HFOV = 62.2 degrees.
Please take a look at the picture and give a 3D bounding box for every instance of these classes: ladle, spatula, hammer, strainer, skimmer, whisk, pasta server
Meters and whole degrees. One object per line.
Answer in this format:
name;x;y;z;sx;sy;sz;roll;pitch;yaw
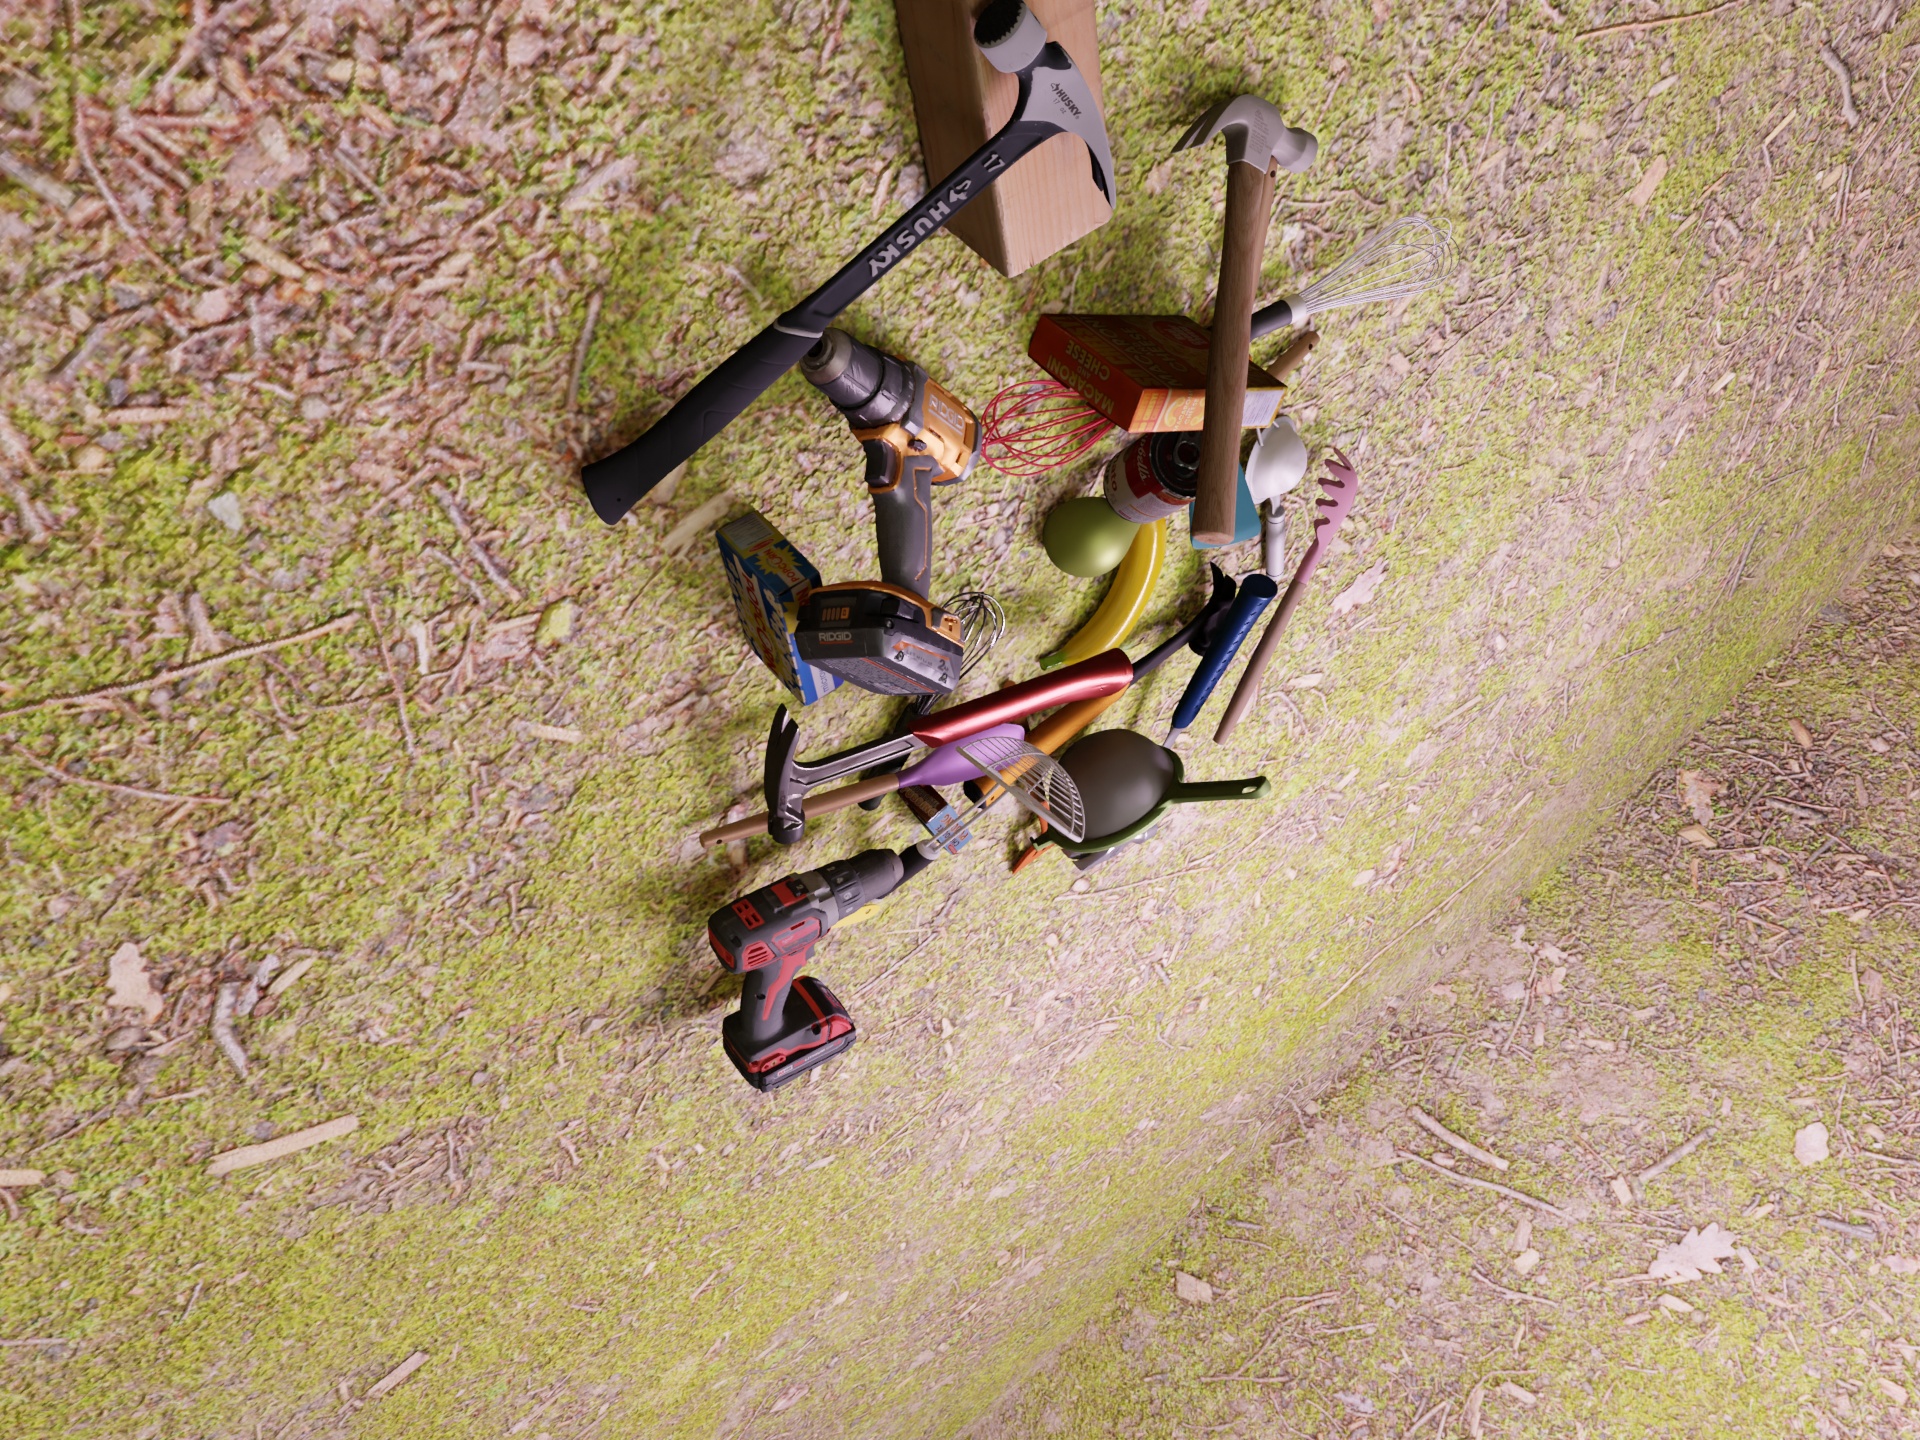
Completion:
ladle;0.198;-0.241;1.397;0.320;0.062;0.078;-44;131;-13
spatula;0.231;-0.297;1.299;0.082;0.044;0.317;-14;125;-32
hammer;-0.002;-0.004;1.361;0.359;0.037;0.149;-20;144;-26
hammer;0.222;0.012;1.653;0.144;0.035;0.405;-24;150;-40
spatula;0.070;0.061;1.612;0.081;0.041;0.322;-35;143;-15
strainer;0.177;0.052;1.528;0.069;0.256;0.151;56;51;-26
strainer;0.310;-0.207;1.552;0.087;0.050;0.258;-49;154;-18
skimmer;-0.013;0.113;1.408;0.363;0.127;0.090;-42;-165;51
hammer;0.137;-0.026;1.536;0.337;0.034;0.127;-36;155;-20
whisk;-0.033;-0.014;1.398;0.059;0.058;0.246;21;119;-18
whisk;0.122;-0.251;1.277;0.296;0.073;0.073;-21;142;-37
pasta server;0.318;-0.118;1.583;0.060;0.040;0.316;-62;176;-73
whisk;0.308;-0.364;1.358;0.284;0.070;0.070;-26;144;-16
hammer;0.198;-0.295;1.166;0.130;0.031;0.331;10;84;-40
spatula;-0.080;0.058;1.396;0.316;0.018;0.059;-17;132;-24
hammer;-0.082;-0.253;0.980;0.409;0.036;0.149;-36;143;18

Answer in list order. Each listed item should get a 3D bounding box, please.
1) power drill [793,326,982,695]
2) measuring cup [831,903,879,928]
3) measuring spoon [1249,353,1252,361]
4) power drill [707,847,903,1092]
power drill;-0.057;-0.145;1.096;0.185;0.084;0.226;25;67;-58
measuring cup;-0.140;0.185;1.522;0.156;0.029;0.062;-5;132;-48
measuring spoon;0.208;-0.288;1.371;0.117;0.011;0.021;-30;145;-21
power drill;-0.139;0.221;1.467;0.188;0.080;0.226;-24;140;-28
